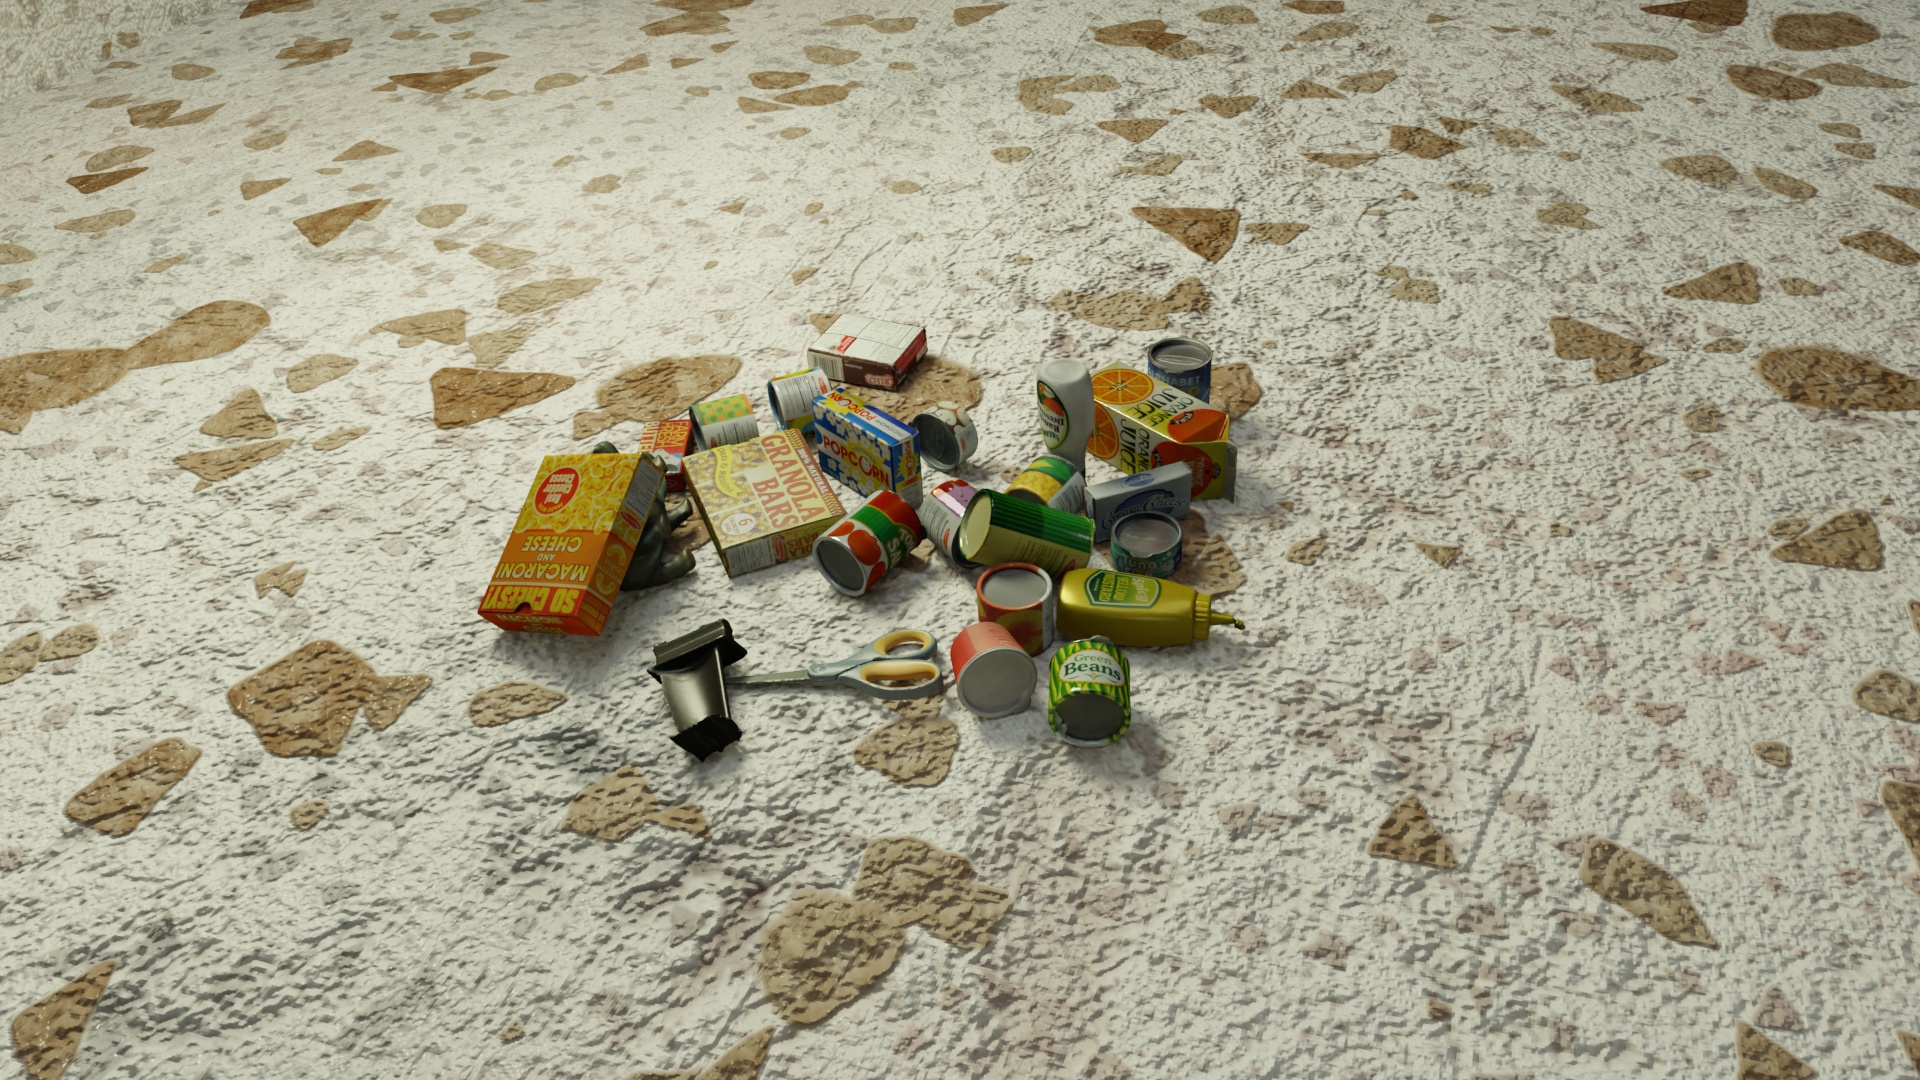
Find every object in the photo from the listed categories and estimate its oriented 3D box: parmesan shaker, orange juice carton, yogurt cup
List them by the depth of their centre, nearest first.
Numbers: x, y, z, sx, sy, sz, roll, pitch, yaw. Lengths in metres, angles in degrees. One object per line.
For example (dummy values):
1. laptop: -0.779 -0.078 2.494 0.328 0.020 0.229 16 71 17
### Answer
1. yogurt cup: 0.024 0.103 1.144 0.072 0.072 0.054 -12 31 -10
2. parmesan shaker: 0.059 -0.005 1.237 0.103 0.071 0.071 16 31 -24
3. orange juice carton: 0.200 -0.103 1.384 0.073 0.071 0.193 -31 45 -29

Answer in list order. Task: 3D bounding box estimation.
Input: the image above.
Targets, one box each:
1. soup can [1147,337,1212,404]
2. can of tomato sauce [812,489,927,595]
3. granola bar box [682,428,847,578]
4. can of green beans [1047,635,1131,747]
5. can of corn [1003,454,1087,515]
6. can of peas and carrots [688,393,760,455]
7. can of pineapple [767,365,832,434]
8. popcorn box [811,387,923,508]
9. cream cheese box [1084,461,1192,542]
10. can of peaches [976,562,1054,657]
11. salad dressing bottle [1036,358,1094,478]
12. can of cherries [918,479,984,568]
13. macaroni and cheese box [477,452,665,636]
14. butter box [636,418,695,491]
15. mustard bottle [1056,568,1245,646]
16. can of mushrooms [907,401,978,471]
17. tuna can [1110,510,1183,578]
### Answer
1. soup can: 0.225 -0.157 1.440 0.071 0.083 0.072 -3 38 2
2. can of tomato sauce: -0.084 0.003 1.278 0.071 0.070 0.083 22 46 30
3. granola bar box: -0.193 -0.041 1.365 0.124 0.038 0.166 -16 40 -16
4. can of green beans: 0.103 0.122 1.109 0.071 0.071 0.058 0 38 5
5. can of corn: 0.077 -0.039 1.317 0.071 0.070 0.058 19 44 27
6. can of peas and carrots: -0.245 -0.116 1.444 0.059 0.070 0.071 -16 40 -16
7. can of pineapple: -0.169 -0.146 1.478 0.058 0.070 0.071 -17 40 -16
8. popcorn box: -0.092 -0.089 1.380 0.038 0.084 0.127 -30 45 -31
9. cream cheese box: 0.169 -0.036 1.316 0.104 0.053 0.024 -15 37 -14
10. can of peaches: 0.045 0.060 1.199 0.071 0.057 0.071 -2 38 2
11. salad dressing bottle: 0.101 -0.101 1.328 0.044 0.146 0.064 -25 42 -23
12. can of cherries: 0.005 -0.016 1.296 0.072 0.071 0.058 -26 42 -25
13. macaroni and cheese box: -0.351 0.001 1.251 0.123 0.040 0.167 0 61 30
14. butter box: -0.309 -0.089 1.448 0.053 0.024 0.104 -4 38 1
15. mustard bottle: 0.165 0.061 1.196 0.160 0.048 0.066 5 40 11
16. can of mushrooms: -0.018 -0.107 1.412 0.071 0.070 0.033 26 46 33
17. tuna can: 0.171 0.006 1.278 0.071 0.032 0.071 -2 38 2
